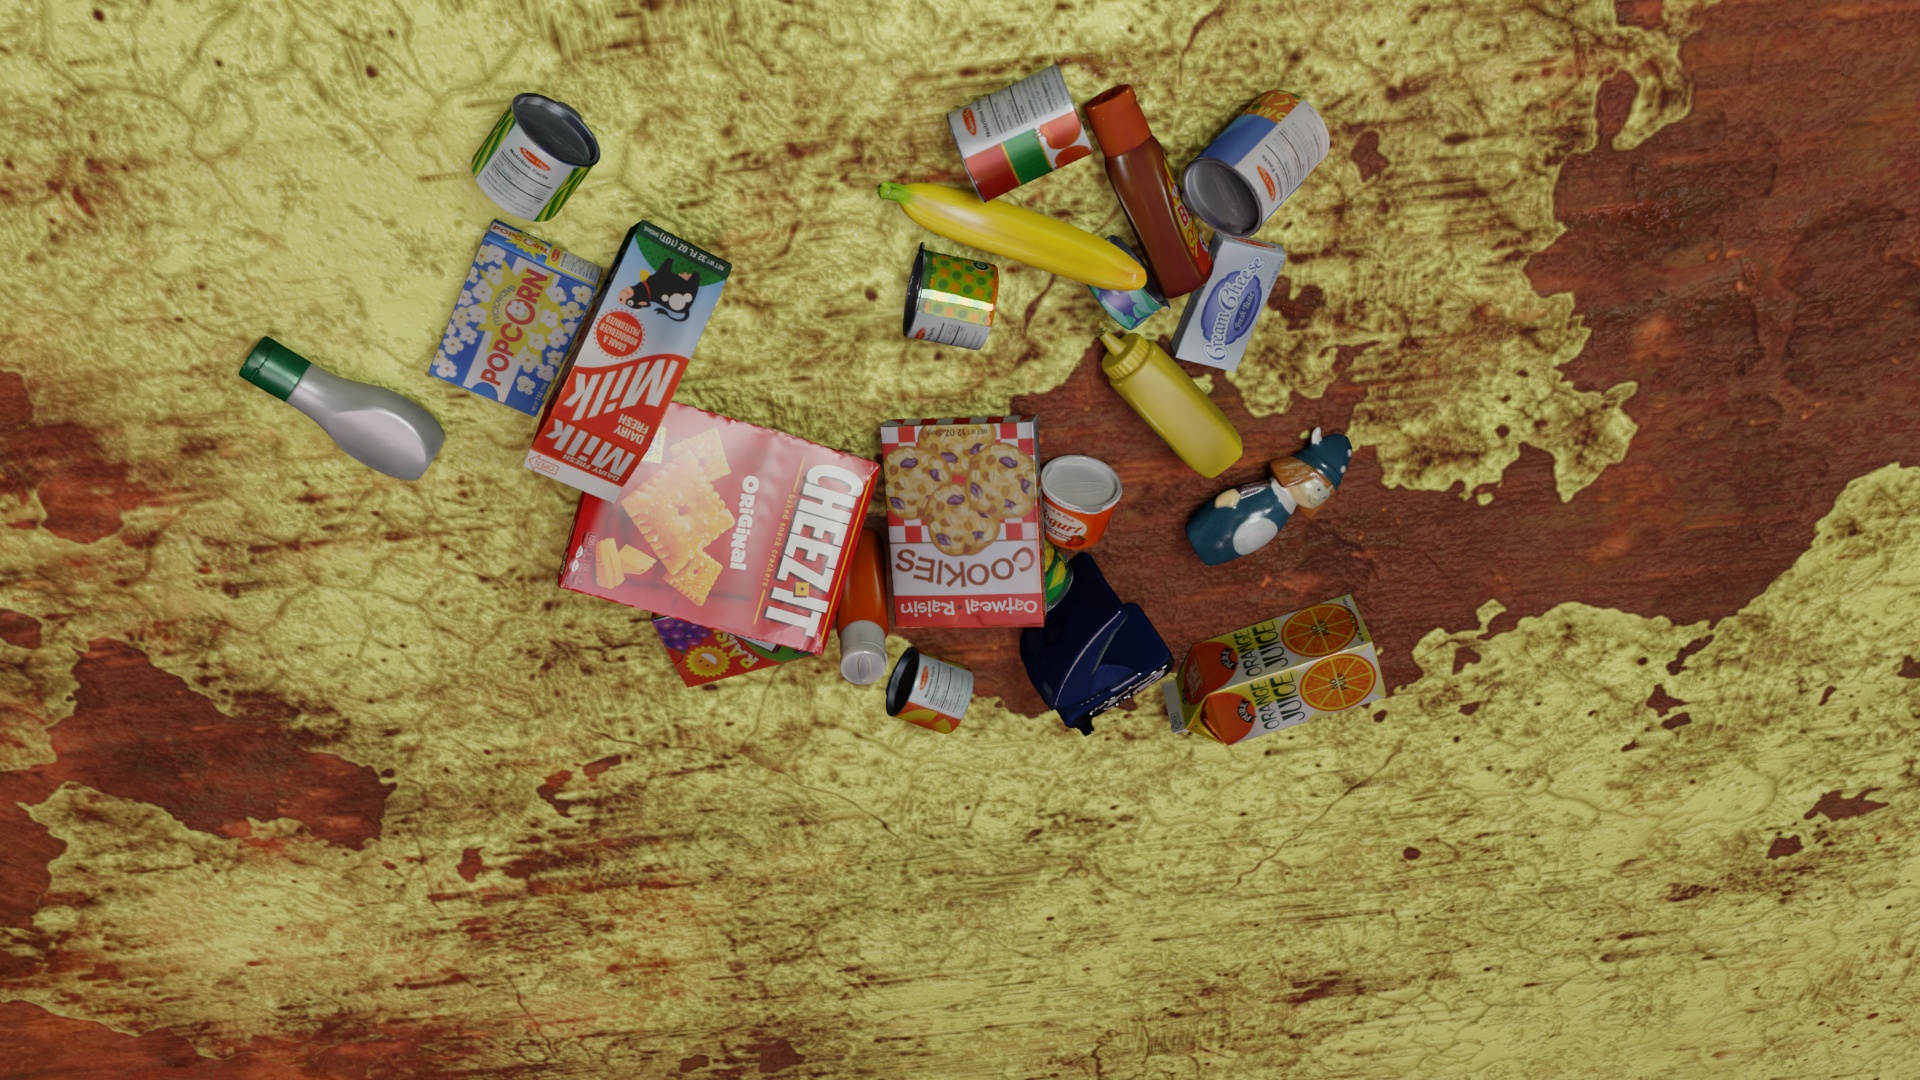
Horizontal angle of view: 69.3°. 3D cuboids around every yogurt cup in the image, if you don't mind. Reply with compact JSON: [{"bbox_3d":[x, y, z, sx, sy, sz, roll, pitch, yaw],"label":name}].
[{"bbox_3d":[0.096,-0.030,1.149,0.072,0.073,0.053,3,134,-6],"label":"yogurt cup"}]

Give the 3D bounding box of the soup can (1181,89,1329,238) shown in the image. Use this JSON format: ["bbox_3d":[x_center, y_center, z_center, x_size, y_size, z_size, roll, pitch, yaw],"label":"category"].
[{"bbox_3d":[0.204,-0.262,0.965,0.084,0.071,0.071,-46,126,-20],"label":"soup can"}]

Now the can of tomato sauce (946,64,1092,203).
[{"bbox_3d":[0.042,-0.280,0.961,0.083,0.071,0.071,-22,125,11],"label":"can of tomato sauce"}]

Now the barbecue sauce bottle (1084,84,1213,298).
[{"bbox_3d":[0.134,-0.250,0.994,0.043,0.065,0.148,-19,117,22],"label":"barbecue sauce bottle"}]

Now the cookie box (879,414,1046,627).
[{"bbox_3d":[0.004,-0.014,1.116,0.123,0.040,0.167,-1,103,9],"label":"cookie box"}]

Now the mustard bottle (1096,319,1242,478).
[{"bbox_3d":[0.156,-0.117,1.092,0.048,0.065,0.160,-41,113,17],"label":"mustard bottle"}]

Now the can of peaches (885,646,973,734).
[{"bbox_3d":[-0.029,0.137,1.261,0.058,0.071,0.071,21,122,-19],"label":"can of peaches"}]

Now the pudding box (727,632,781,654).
[{"bbox_3d":[-0.180,0.054,1.162,0.084,0.030,0.049,26,116,-15],"label":"pudding box"}]

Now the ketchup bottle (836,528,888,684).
[{"bbox_3d":[-0.081,0.056,1.145,0.043,0.149,0.064,-3,127,-3],"label":"ketchup bottle"}]

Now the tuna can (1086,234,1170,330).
[{"bbox_3d":[0.122,-0.189,1.032,0.032,0.071,0.071,-37,120,22],"label":"tuna can"}]

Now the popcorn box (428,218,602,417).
[{"bbox_3d":[-0.331,-0.164,1.034,0.085,0.038,0.126,23,121,-21],"label":"popcorn box"}]

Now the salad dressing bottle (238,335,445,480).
[{"bbox_3d":[-0.473,-0.102,1.067,0.147,0.044,0.064,33,119,-24],"label":"salad dressing bottle"}]

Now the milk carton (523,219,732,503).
[{"bbox_3d":[-0.240,-0.126,0.992,0.072,0.073,0.190,25,88,-21],"label":"milk carton"}]

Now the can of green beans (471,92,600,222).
[{"bbox_3d":[-0.290,-0.260,0.947,0.071,0.071,0.057,34,123,-25],"label":"can of green beans"}]

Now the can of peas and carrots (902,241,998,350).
[{"bbox_3d":[-0.007,-0.181,1.031,0.059,0.071,0.070,10,125,-12],"label":"can of peas and carrots"}]

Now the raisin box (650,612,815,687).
[{"bbox_3d":[-0.197,0.075,1.218,0.123,0.040,0.085,-15,126,7],"label":"raisin box"}]

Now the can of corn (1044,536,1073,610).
[{"bbox_3d":[0.054,0.021,1.183,0.071,0.071,0.058,-30,122,17],"label":"can of corn"}]

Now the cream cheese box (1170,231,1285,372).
[{"bbox_3d":[0.205,-0.183,1.069,0.053,0.024,0.103,11,124,-10],"label":"cream cheese box"}]

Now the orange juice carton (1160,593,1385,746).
[{"bbox_3d":[0.280,0.125,1.270,0.192,0.072,0.072,-19,125,9],"label":"orange juice carton"}]
